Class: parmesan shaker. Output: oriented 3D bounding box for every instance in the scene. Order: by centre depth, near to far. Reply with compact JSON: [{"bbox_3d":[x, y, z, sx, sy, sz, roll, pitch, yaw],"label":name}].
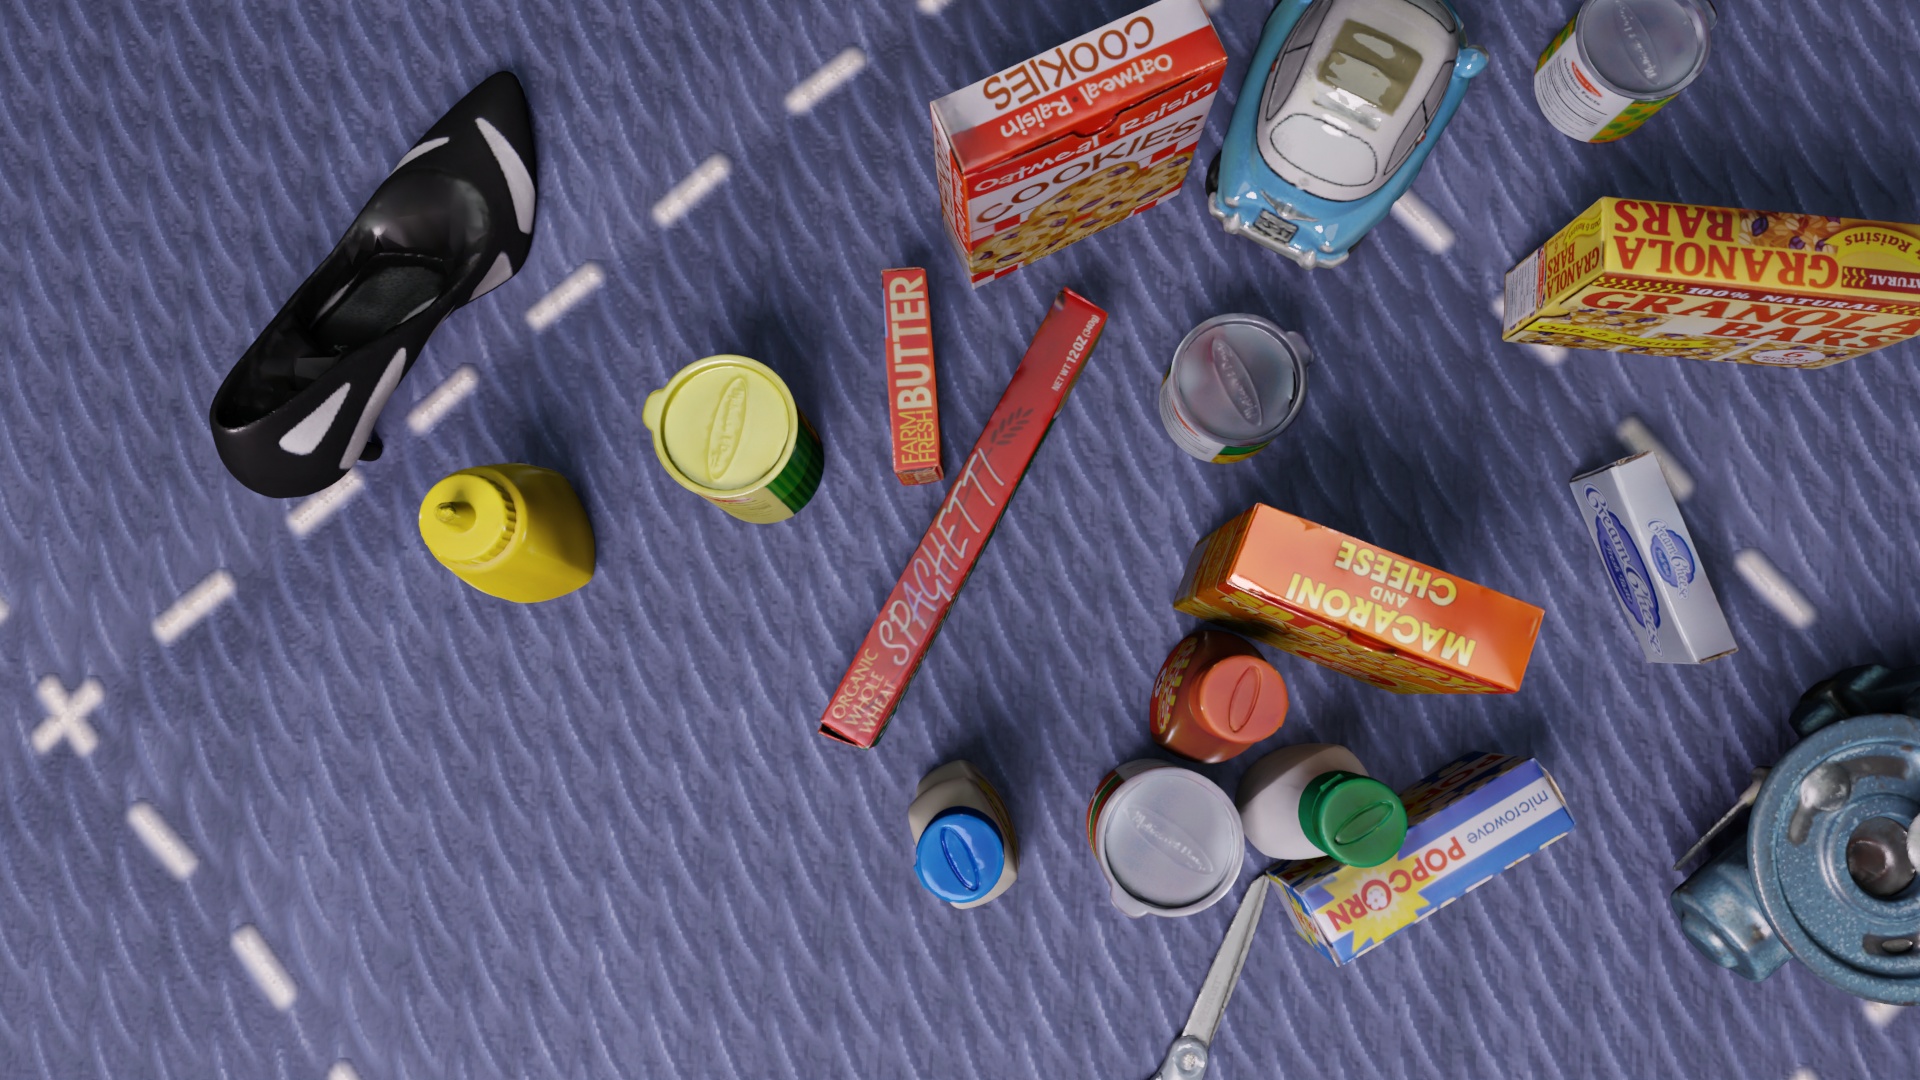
[{"bbox_3d":[-0.108,-0.048,0.677,0.071,0.103,0.071,0,84,1],"label":"parmesan shaker"}]

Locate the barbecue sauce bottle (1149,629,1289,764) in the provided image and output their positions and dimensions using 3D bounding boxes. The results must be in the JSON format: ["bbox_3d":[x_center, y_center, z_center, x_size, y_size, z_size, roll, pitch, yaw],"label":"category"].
[{"bbox_3d":[0.118,0.072,0.636,0.044,0.148,0.065,20,85,3],"label":"barbecue sauce bottle"}]

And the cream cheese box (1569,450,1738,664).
[{"bbox_3d":[0.340,0.010,0.686,0.024,0.053,0.104,-20,84,-1],"label":"cream cheese box"}]

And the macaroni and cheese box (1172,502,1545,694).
[{"bbox_3d":[0.170,0.032,0.630,0.124,0.166,0.040,21,85,4],"label":"macaroni and cheese box"}]

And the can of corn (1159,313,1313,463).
[{"bbox_3d":[0.137,-0.076,0.697,0.071,0.058,0.071,0,84,1],"label":"can of corn"}]

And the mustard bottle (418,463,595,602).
[{"bbox_3d":[-0.214,-0.007,0.647,0.049,0.160,0.065,-17,84,0],"label":"mustard bottle"}]

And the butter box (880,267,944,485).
[{"bbox_3d":[-0.024,-0.082,0.704,0.024,0.053,0.103,-4,84,1],"label":"butter box"}]

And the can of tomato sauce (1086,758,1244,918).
[{"bbox_3d":[0.094,0.141,0.662,0.071,0.083,0.071,0,84,1],"label":"can of tomato sauce"}]

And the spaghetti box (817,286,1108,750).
[{"bbox_3d":[0.002,-0.009,0.697,0.029,0.050,0.250,29,85,4],"label":"spaghetti box"}]

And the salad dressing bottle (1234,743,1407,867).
[{"bbox_3d":[0.163,0.121,0.630,0.064,0.147,0.044,-33,84,-2],"label":"salad dressing bottle"}]

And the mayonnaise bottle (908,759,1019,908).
[{"bbox_3d":[0.002,0.136,0.632,0.041,0.148,0.065,-28,84,-1],"label":"mayonnaise bottle"}]

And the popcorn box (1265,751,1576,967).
[{"bbox_3d":[0.214,0.147,0.657,0.127,0.085,0.038,-30,84,-2],"label":"popcorn box"}]

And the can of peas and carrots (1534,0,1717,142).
[{"bbox_3d":[0.339,-0.247,0.712,0.071,0.058,0.071,0,84,1],"label":"can of peas and carrots"}]

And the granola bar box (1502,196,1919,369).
[{"bbox_3d":[0.364,-0.119,0.664,0.166,0.124,0.039,6,84,2],"label":"granola bar box"}]

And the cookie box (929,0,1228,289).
[{"bbox_3d":[0.052,-0.182,0.656,0.123,0.167,0.040,-25,84,-1],"label":"cookie box"}]
